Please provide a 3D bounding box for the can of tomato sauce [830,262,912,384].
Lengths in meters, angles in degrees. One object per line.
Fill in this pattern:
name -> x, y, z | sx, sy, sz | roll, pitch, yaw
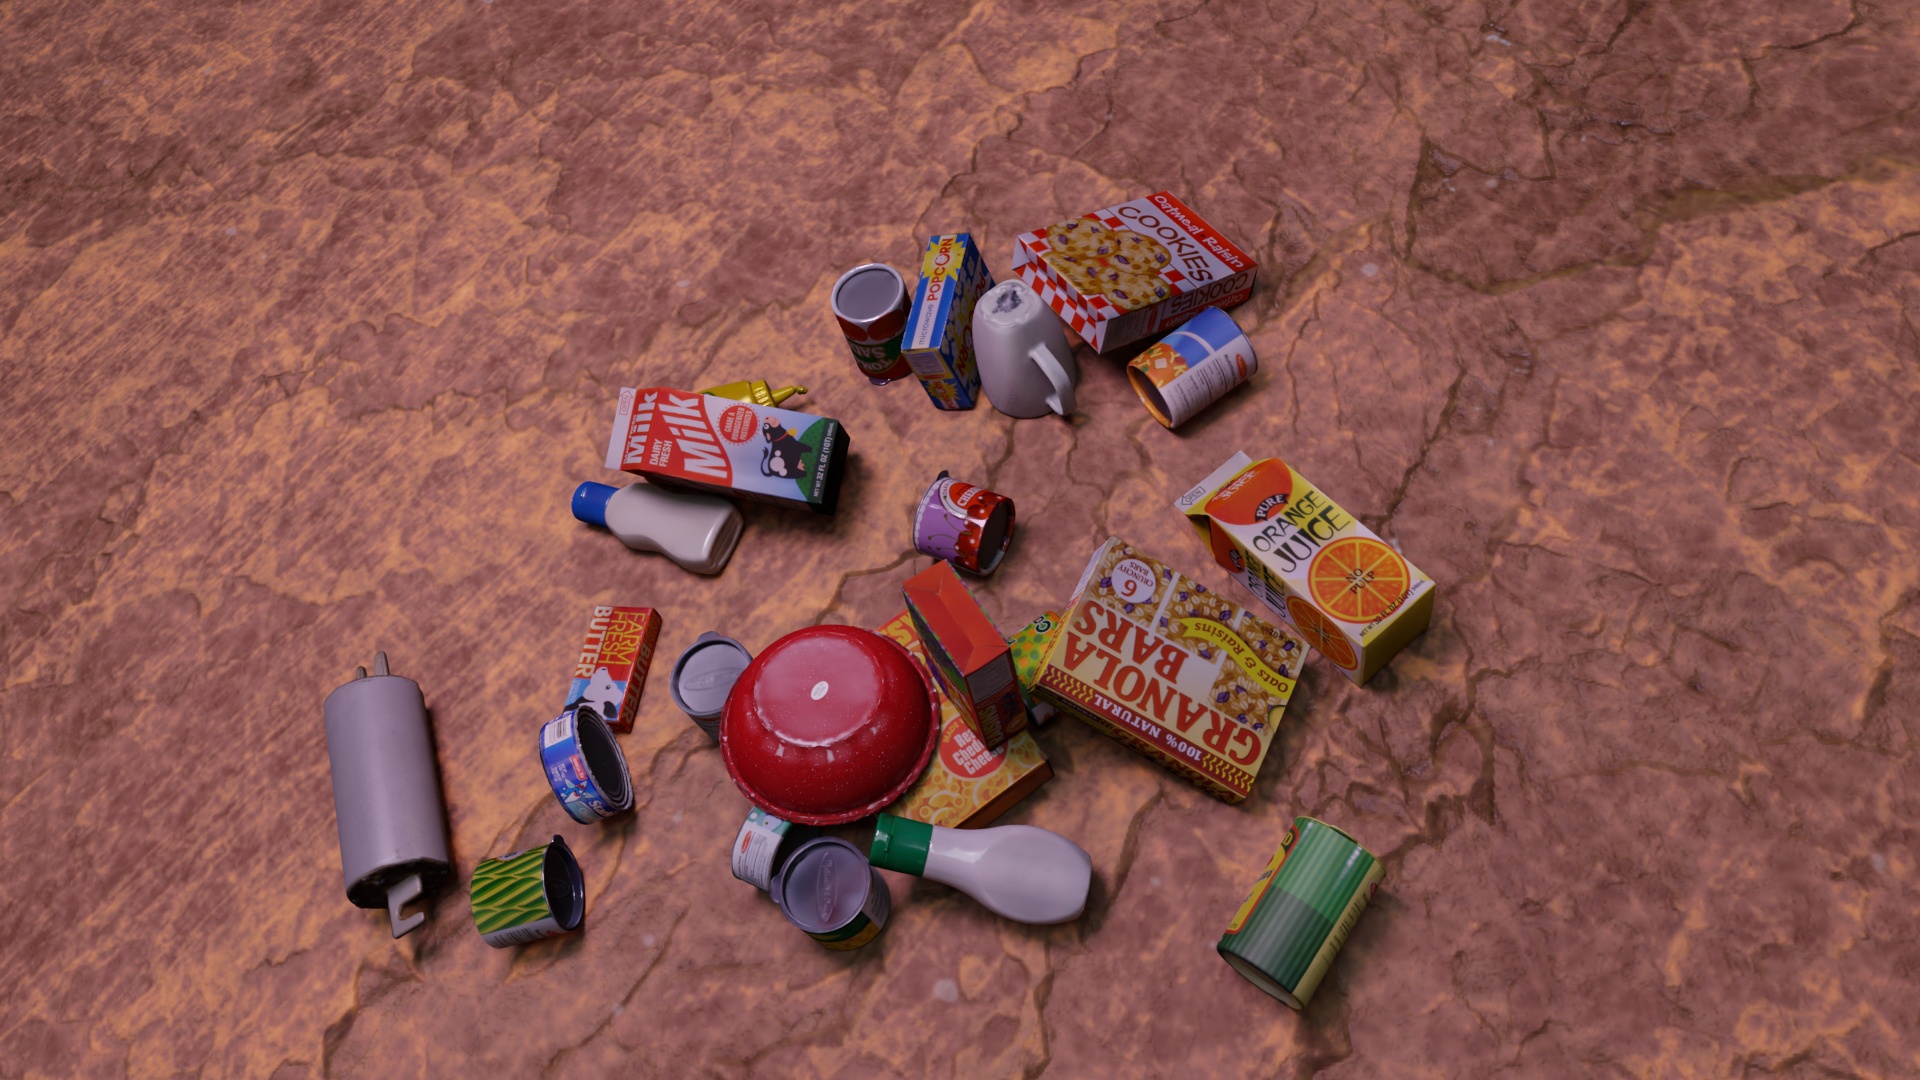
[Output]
can of tomato sauce -> -0.071, -0.188, 1.206 | 0.071, 0.082, 0.071 | -6, 59, 10

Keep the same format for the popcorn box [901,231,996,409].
popcorn box -> -0.007, -0.187, 1.187 | 0.038, 0.085, 0.127 | 0, 60, 24

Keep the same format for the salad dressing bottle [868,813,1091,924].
salad dressing bottle -> 0.013, 0.219, 0.943 | 0.148, 0.044, 0.064 | 14, 81, -1

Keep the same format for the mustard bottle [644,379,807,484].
mustard bottle -> -0.209, -0.105, 1.211 | 0.160, 0.048, 0.065 | -24, 63, -1

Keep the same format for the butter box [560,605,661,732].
butter box -> -0.281, 0.102, 1.123 | 0.053, 0.024, 0.104 | 2, 61, 16

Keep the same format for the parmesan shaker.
parmesan shaker -> 0.218, 0.237, 0.892 | 0.071, 0.071, 0.103 | 29, 71, 27

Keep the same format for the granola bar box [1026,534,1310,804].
granola bar box -> 0.147, 0.090, 0.976 | 0.165, 0.039, 0.124 | 29, 68, -1

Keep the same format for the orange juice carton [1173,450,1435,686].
orange juice carton -> 0.248, 0.009, 1.018 | 0.072, 0.072, 0.193 | -39, 59, -10

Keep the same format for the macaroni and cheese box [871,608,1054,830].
macaroni and cheese box -> -0.029, 0.142, 1.028 | 0.124, 0.040, 0.167 | -34, 59, -8

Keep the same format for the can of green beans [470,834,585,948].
can of green beans -> -0.316, 0.259, 1.016 | 0.058, 0.071, 0.071 | -15, 58, 6

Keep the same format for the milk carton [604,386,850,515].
milk carton -> -0.194, -0.076, 1.141 | 0.191, 0.073, 0.072 | 10, 83, 4

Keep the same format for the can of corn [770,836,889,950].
can of corn -> -0.090, 0.248, 0.970 | 0.071, 0.058, 0.071 | -6, 60, 11

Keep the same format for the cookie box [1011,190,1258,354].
cookie box -> 0.147, -0.228, 1.166 | 0.168, 0.040, 0.123 | -23, 55, -27

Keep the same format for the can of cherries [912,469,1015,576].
can of cherries -> 0.004, -0.014, 1.093 | 0.058, 0.071, 0.072 | 20, 67, 23

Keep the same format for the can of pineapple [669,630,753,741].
can of pineapple -> -0.182, 0.114, 1.072 | 0.071, 0.057, 0.071 | -6, 59, 10

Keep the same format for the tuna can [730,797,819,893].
tuna can -> -0.131, 0.217, 0.996 | 0.033, 0.070, 0.071 | 19, 67, 22

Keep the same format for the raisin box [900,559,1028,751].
raisin box -> 0.004, 0.082, 0.959 | 0.040, 0.123, 0.086 | -32, 59, -10

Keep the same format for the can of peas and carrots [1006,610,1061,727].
can of peas and carrots -> 0.059, 0.092, 1.019 | 0.059, 0.070, 0.071 | -34, 58, -7

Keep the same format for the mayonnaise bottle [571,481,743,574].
mayonnaise bottle -> -0.261, -0.018, 1.179 | 0.148, 0.041, 0.065 | 15, 65, 22

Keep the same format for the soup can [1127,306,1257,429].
soup can -> 0.186, -0.141, 1.126 | 0.084, 0.071, 0.071 | -34, 58, -7
